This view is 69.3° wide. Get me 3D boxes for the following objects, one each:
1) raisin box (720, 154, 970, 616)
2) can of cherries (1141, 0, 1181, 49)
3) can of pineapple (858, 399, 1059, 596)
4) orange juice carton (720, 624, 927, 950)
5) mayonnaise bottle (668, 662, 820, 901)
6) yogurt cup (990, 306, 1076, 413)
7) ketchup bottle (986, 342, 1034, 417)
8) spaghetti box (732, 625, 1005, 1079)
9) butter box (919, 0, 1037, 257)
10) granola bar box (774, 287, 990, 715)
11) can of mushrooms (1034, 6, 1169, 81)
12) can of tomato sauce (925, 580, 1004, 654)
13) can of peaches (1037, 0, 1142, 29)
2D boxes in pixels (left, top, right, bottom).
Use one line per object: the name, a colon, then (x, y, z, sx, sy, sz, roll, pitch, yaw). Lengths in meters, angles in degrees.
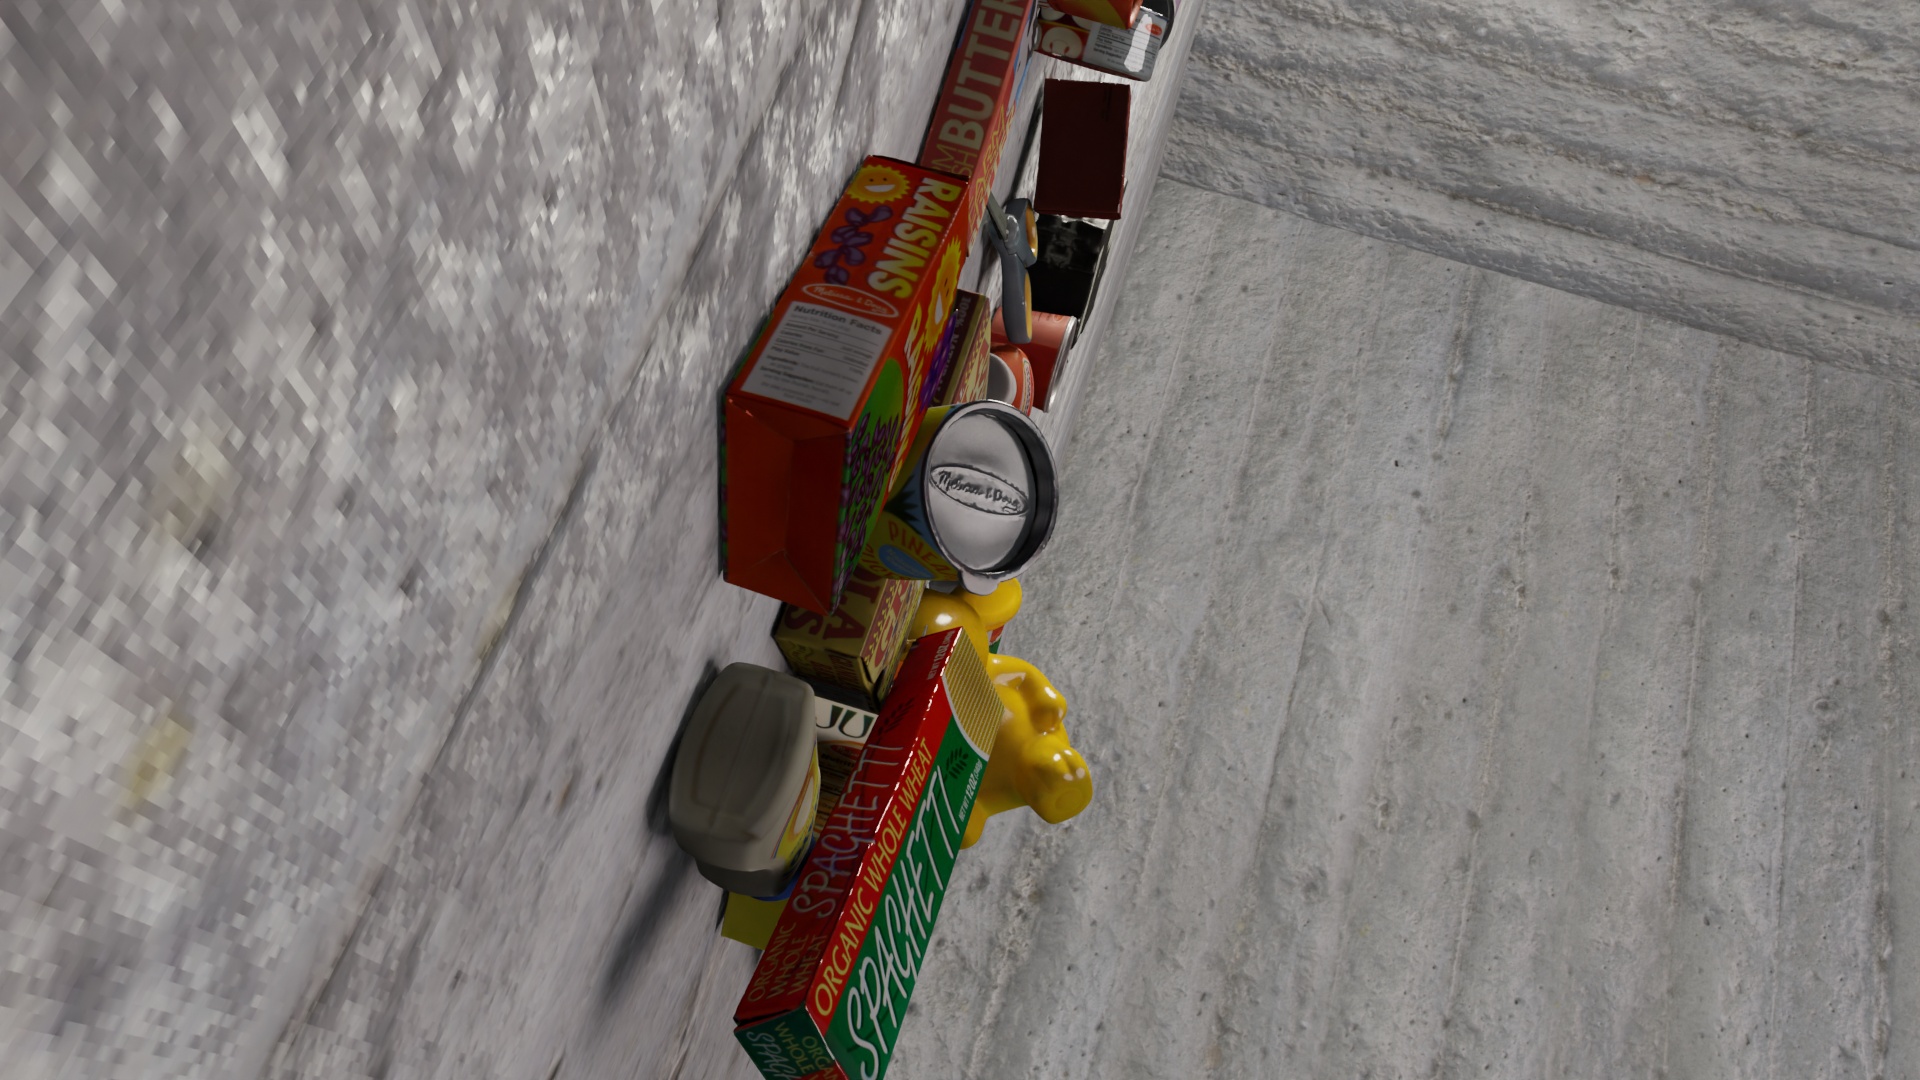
raisin box: (-0.034, -0.051, 0.438, 0.085, 0.040, 0.124, 100, 8, -49)
can of cherries: (0.091, -0.311, 0.786, 0.071, 0.071, 0.059, 101, 7, -48)
can of pineapple: (-0.007, -0.016, 0.518, 0.058, 0.071, 0.071, -2, -116, 50)
orange juice carton: (-0.045, 0.115, 0.677, 0.193, 0.073, 0.071, -64, 170, -62)
mayonnaise bottle: (-0.073, 0.097, 0.502, 0.147, 0.041, 0.065, 96, 11, -64)
yogurt cup: (0.044, -0.126, 0.943, 0.072, 0.054, 0.072, 13, 94, -85)
ketchup bottle: (0.018, -0.090, 0.838, 0.149, 0.043, 0.064, -23, 120, -83)
spaghetti box: (-0.026, 0.116, 0.547, 0.050, 0.028, 0.251, 63, 22, -18)
butter box: (0.006, -0.169, 0.557, 0.053, 0.024, 0.103, 47, 60, -85)
granola bar box: (-0.029, -0.015, 0.613, 0.124, 0.039, 0.166, 90, 18, -72)
can of mushrooms: (0.070, -0.262, 0.717, 0.071, 0.071, 0.033, -57, 163, -72)
can of tomato sauce: (-0.003, 0.066, 1.014, 0.071, 0.071, 0.082, -65, 170, -55)
can of peaches: (0.053, -0.254, 0.589, 0.071, 0.058, 0.071, 12, 94, -85)
